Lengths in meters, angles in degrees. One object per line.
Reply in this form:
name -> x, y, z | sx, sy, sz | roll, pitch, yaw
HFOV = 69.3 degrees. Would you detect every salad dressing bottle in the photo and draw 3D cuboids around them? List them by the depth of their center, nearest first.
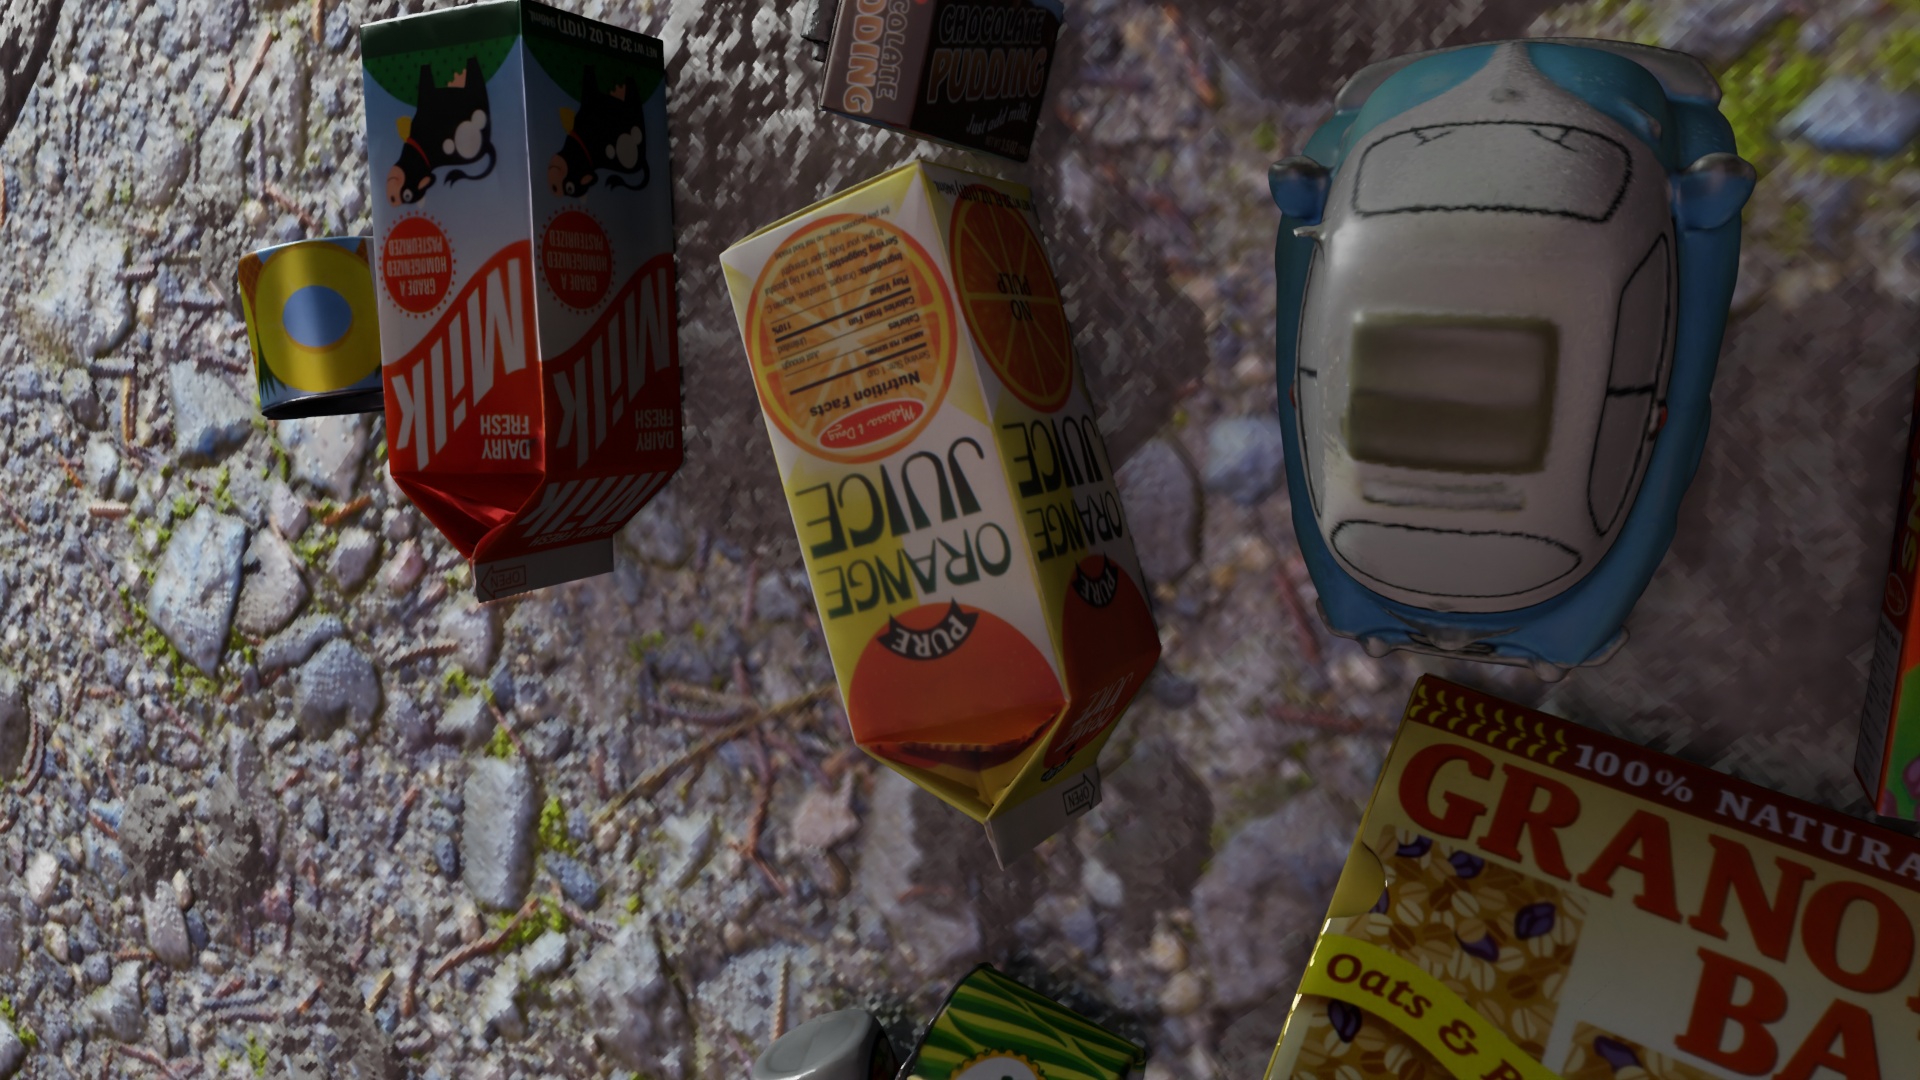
salad dressing bottle -> -0.021, 0.233, 0.464 | 0.044, 0.064, 0.147 | -22, 95, 9

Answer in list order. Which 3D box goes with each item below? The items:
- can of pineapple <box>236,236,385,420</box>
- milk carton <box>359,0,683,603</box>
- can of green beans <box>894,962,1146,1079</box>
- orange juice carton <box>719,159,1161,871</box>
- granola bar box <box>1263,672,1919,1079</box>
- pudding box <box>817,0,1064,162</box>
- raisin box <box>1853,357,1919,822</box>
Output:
can of pineapple -> -0.235, -0.079, 0.526 | 0.071, 0.071, 0.058 | -8, 92, 28
milk carton -> -0.147, -0.078, 0.478 | 0.073, 0.072, 0.190 | 2, 98, 27
can of green beans -> 0.018, 0.175, 0.430 | 0.058, 0.071, 0.071 | 22, 107, 23
orange juice carton -> 0.001, -0.005, 0.411 | 0.073, 0.072, 0.192 | -16, 89, 28
granola bar box -> 0.167, 0.115, 0.321 | 0.166, 0.039, 0.125 | 18, 63, 24
pudding box -> -0.003, -0.137, 0.390 | 0.030, 0.084, 0.049 | 19, 105, 21
raisin box -> 0.254, 0.005, 0.301 | 0.086, 0.040, 0.123 | 7, 101, 26
